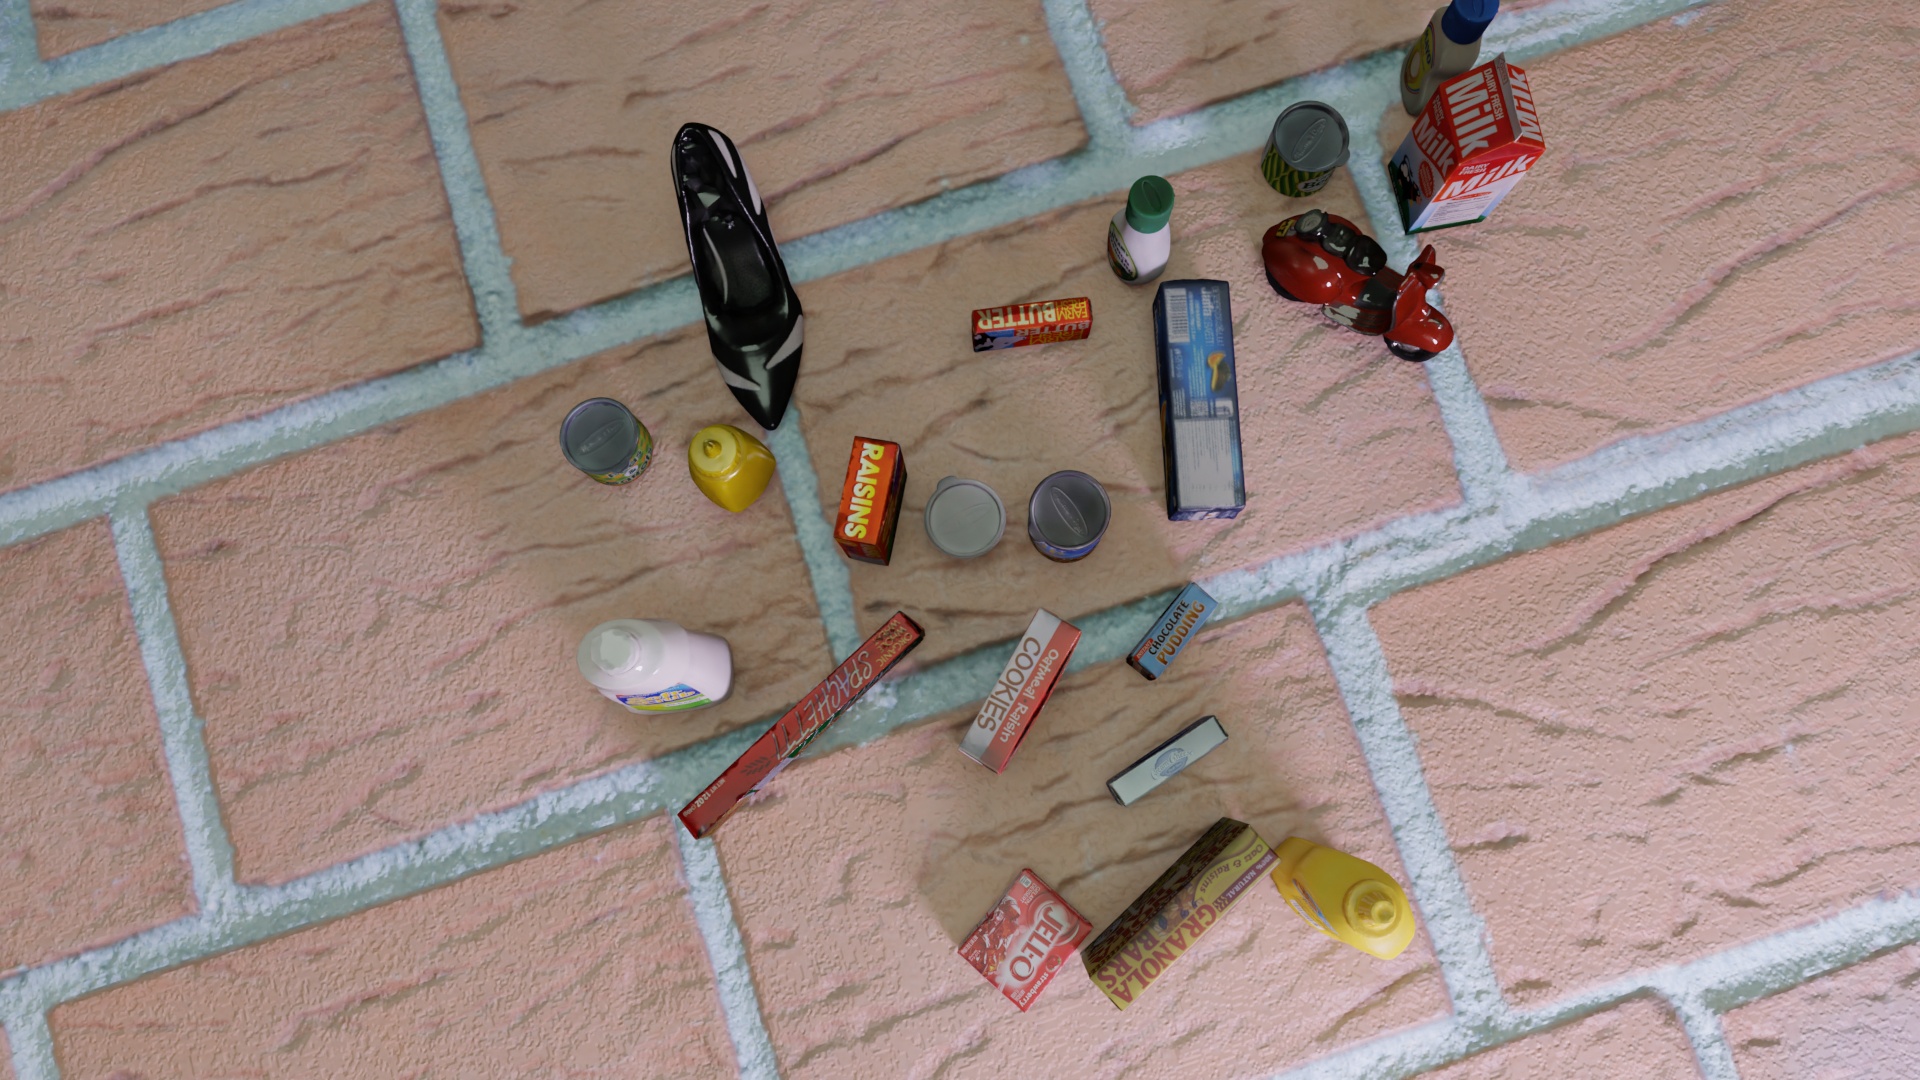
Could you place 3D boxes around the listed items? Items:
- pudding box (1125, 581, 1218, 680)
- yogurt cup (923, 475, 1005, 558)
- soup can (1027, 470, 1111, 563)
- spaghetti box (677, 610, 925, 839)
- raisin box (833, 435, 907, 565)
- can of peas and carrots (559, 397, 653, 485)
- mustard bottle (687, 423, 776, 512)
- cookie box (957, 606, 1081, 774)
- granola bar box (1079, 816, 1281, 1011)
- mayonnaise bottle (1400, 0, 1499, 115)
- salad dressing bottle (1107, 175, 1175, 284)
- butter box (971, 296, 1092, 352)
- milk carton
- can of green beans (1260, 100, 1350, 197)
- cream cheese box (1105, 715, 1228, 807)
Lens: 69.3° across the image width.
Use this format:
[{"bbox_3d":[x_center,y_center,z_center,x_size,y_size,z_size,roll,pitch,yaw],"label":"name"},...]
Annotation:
[{"bbox_3d":[0.176,0.076,1.159,0.030,0.049,0.084,40,84,7],"label":"pudding box"},{"bbox_3d":[0.004,-0.015,1.176,0.072,0.054,0.072,0,81,1],"label":"yogurt cup"},{"bbox_3d":[0.087,-0.017,1.160,0.071,0.083,0.071,0,81,1],"label":"soup can"},{"bbox_3d":[-0.129,0.152,1.153,0.250,0.050,0.029,-43,82,-6],"label":"spaghetti box"},{"bbox_3d":[-0.072,-0.030,1.145,0.040,0.123,0.086,11,81,3],"label":"raisin box"},{"bbox_3d":[-0.301,-0.082,1.191,0.071,0.058,0.071,0,81,1],"label":"can of peas and carrots"},{"bbox_3d":[-0.191,-0.065,1.135,0.049,0.160,0.065,35,83,6],"label":"mustard bottle"},{"bbox_3d":[0.047,0.122,1.095,0.040,0.167,0.123,29,83,6],"label":"cookie box"},{"bbox_3d":[0.169,0.289,1.086,0.166,0.124,0.039,-42,82,-5],"label":"granola bar box"},{"bbox_3d":[0.417,-0.423,1.189,0.041,0.148,0.065,-2,81,1],"label":"mayonnaise bottle"},{"bbox_3d":[0.153,-0.261,1.167,0.044,0.147,0.064,-24,81,-2],"label":"salad dressing bottle"},{"bbox_3d":[0.061,-0.187,1.205,0.103,0.053,0.024,-7,81,0],"label":"butter box"},{"bbox_3d":[0.422,-0.326,1.151,0.073,0.190,0.072,-10,81,0],"label":"milk carton"},{"bbox_3d":[0.302,-0.344,1.224,0.071,0.057,0.071,0,81,1],"label":"can of green beans"},{"bbox_3d":[0.169,0.181,1.140,0.104,0.053,0.024,-33,82,-4],"label":"cream cheese box"}]
